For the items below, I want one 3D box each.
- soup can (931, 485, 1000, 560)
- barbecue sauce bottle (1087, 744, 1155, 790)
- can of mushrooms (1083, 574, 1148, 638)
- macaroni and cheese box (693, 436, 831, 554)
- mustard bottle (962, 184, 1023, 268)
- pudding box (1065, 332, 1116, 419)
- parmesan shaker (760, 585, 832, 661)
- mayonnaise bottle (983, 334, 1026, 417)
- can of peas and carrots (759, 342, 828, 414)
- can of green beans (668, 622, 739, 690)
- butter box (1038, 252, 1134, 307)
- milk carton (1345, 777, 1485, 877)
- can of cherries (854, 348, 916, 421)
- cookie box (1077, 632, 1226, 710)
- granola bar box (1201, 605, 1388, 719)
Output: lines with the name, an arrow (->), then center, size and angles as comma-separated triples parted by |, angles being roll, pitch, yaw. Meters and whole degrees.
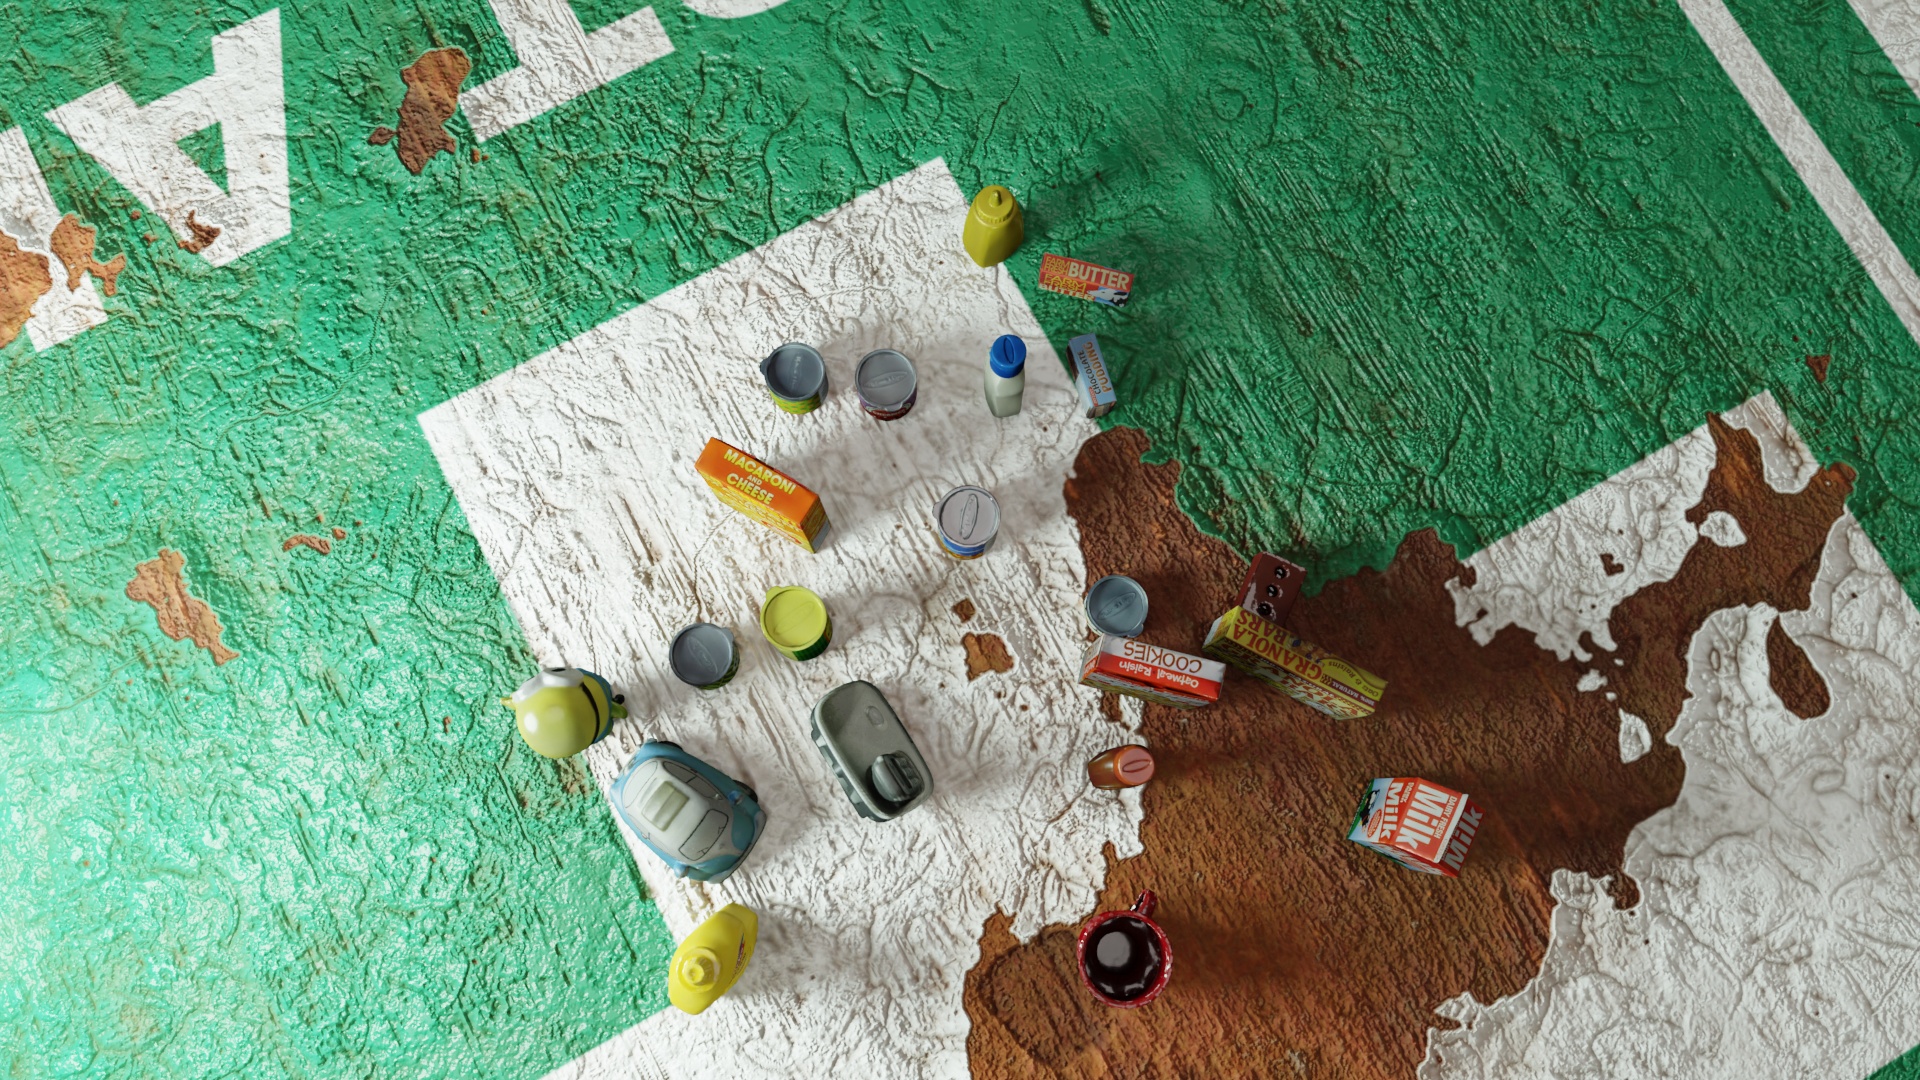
soup can -> 0.005, -0.018, 1.471 | 0.071, 0.083, 0.071 | 0, 79, -1
barbecue sauce bottle -> 0.166, 0.227, 1.393 | 0.065, 0.148, 0.044 | -14, 80, -4
can of mushrooms -> 0.166, 0.074, 1.482 | 0.071, 0.033, 0.071 | 0, 79, -1
macaroni and cheese box -> -0.200, -0.045, 1.429 | 0.124, 0.166, 0.040 | 29, 80, 4
mustard bottle -> 0.037, -0.346, 1.498 | 0.065, 0.160, 0.049 | -32, 82, -7
pudding box -> 0.143, -0.181, 1.524 | 0.030, 0.049, 0.084 | -17, 80, -4
parmesan shaker -> -0.169, 0.084, 1.436 | 0.071, 0.103, 0.071 | 0, 79, -1
mayonnaise bottle -> 0.048, -0.177, 1.471 | 0.041, 0.148, 0.065 | -10, 80, -3
can of peas and carrots -> -0.180, -0.176, 1.510 | 0.071, 0.058, 0.071 | 0, 79, -1
can of green beans -> -0.266, 0.122, 1.449 | 0.071, 0.057, 0.071 | 0, 79, -1
butter box -> 0.138, -0.289, 1.544 | 0.103, 0.053, 0.024 | 14, 79, 1
milk carton -> 0.452, 0.281, 1.368 | 0.073, 0.190, 0.072 | 26, 80, 4
can of cherries -> -0.080, -0.166, 1.511 | 0.071, 0.058, 0.071 | 0, 79, -1
cookie box -> 0.189, 0.136, 1.402 | 0.123, 0.167, 0.040 | 14, 79, 1
granola bar box -> 0.339, 0.129, 1.429 | 0.165, 0.124, 0.039 | 27, 80, 4
